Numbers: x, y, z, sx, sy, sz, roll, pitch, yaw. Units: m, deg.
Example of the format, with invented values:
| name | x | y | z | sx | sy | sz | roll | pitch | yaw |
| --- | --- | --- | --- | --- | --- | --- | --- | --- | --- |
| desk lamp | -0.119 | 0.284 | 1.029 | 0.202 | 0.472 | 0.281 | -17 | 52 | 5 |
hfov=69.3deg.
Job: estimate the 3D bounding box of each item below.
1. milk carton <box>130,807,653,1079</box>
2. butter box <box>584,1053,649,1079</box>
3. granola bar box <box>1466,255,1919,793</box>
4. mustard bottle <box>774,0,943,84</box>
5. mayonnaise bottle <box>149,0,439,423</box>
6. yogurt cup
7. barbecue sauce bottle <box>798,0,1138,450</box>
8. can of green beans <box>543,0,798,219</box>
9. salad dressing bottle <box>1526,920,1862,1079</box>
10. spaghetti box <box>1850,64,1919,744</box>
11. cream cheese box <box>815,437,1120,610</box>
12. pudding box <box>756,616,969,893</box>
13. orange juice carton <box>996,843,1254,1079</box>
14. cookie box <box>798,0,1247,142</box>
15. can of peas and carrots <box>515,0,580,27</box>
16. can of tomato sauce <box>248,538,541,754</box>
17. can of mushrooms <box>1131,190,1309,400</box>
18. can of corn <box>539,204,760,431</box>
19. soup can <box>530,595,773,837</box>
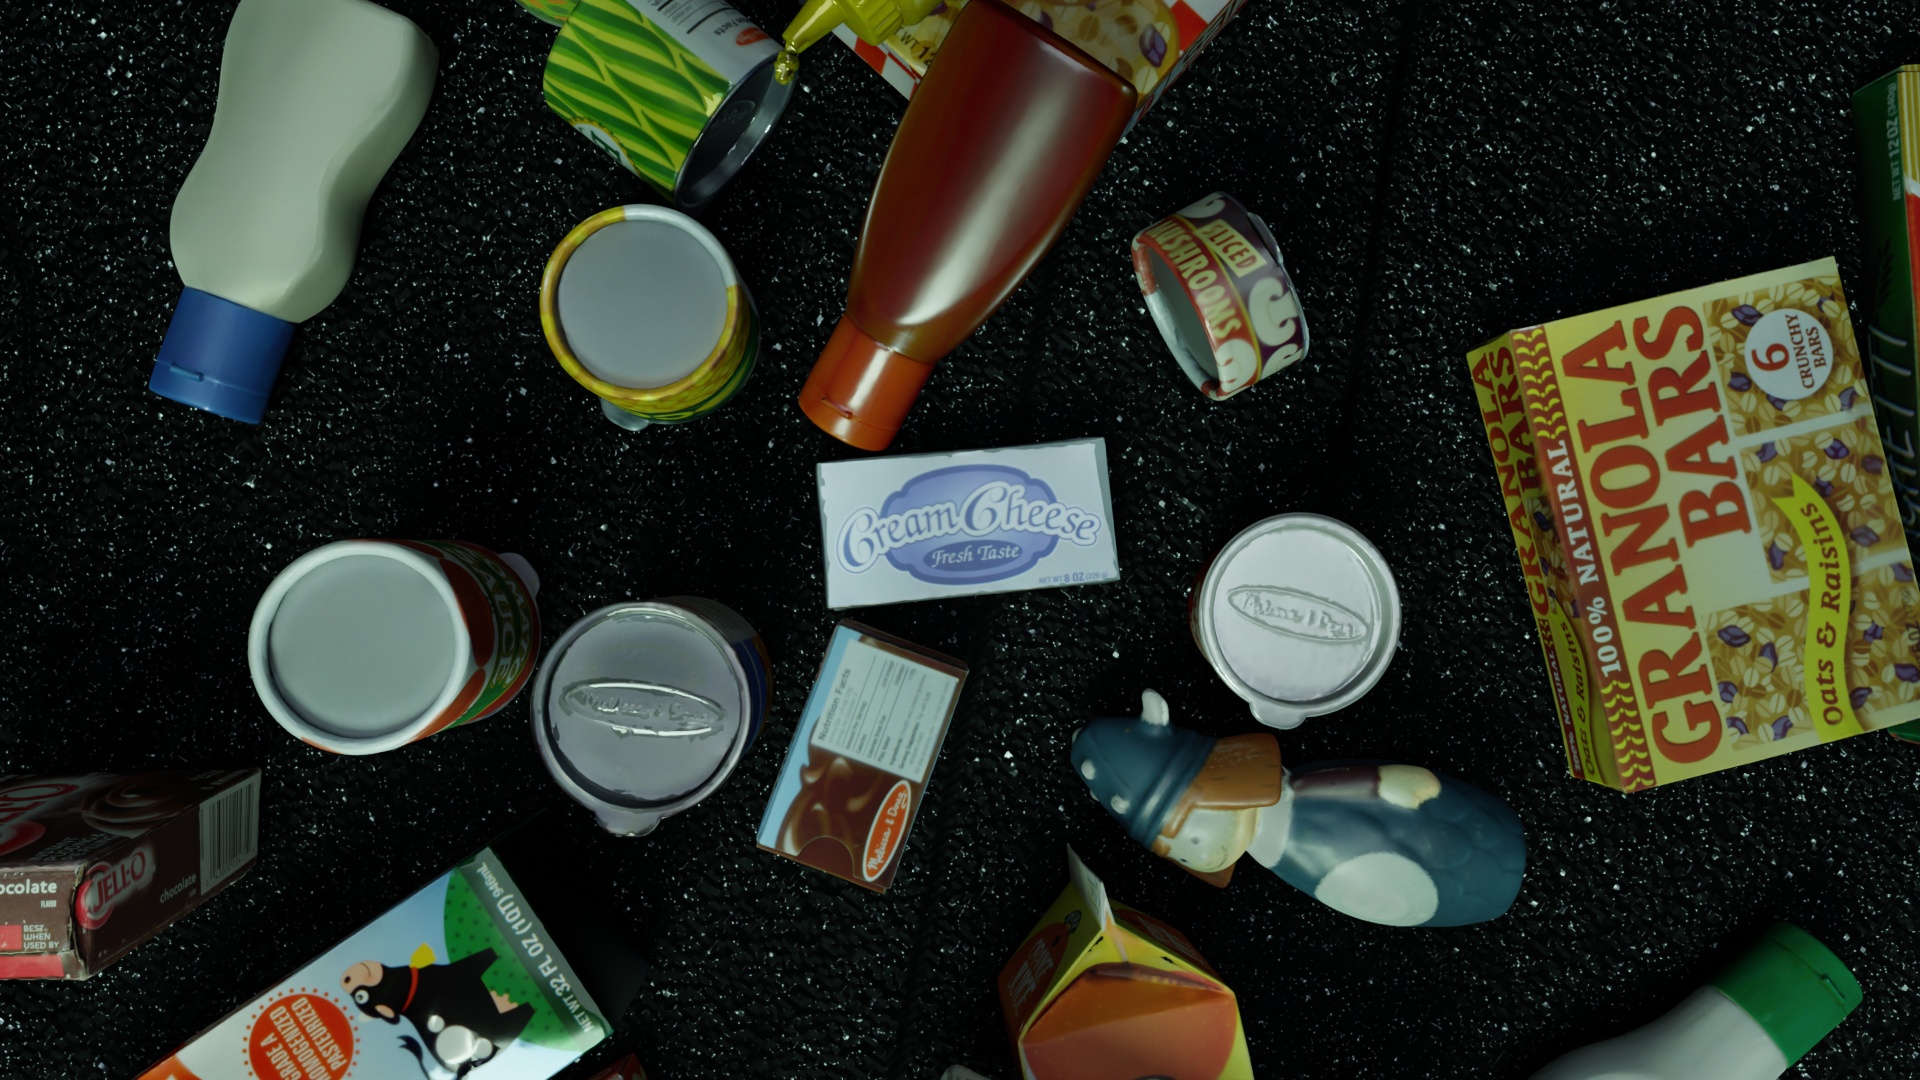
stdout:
| name | x | y | z | sx | sy | sz | roll | pitch | yaw |
| --- | --- | --- | --- | --- | --- | --- | --- | --- | --- |
| milk carton | -0.204 | 0.174 | 0.453 | 0.191 | 0.073 | 0.072 | -33 | 91 | -3 |
| butter box | -0.112 | 0.237 | 0.480 | 0.053 | 0.024 | 0.103 | -31 | 90 | -3 |
| granola bar box | 0.266 | -0.006 | 0.501 | 0.124 | 0.039 | 0.165 | -14 | 89 | -4 |
| mustard bottle | -0.006 | -0.208 | 0.442 | 0.160 | 0.065 | 0.049 | -45 | 95 | 2 |
| mayonnaise bottle | -0.234 | -0.115 | 0.478 | 0.065 | 0.041 | 0.148 | 20 | 88 | -1 |
| yogurt cup | 0.111 | 0.025 | 0.484 | 0.072 | 0.054 | 0.072 | 0 | 88 | -3 |
| barbecue sauce bottle | -0.005 | -0.100 | 0.463 | 0.065 | 0.044 | 0.148 | 34 | 110 | 6 |
| can of green beans | -0.098 | -0.156 | 0.473 | 0.058 | 0.071 | 0.071 | 38 | 87 | -1 |
| salad dressing bottle | 0.250 | 0.196 | 0.492 | 0.148 | 0.044 | 0.064 | -38 | 89 | -5 |
| spaghetti box | 0.367 | -0.049 | 0.512 | 0.050 | 0.028 | 0.250 | -2 | 88 | -3 |
| cream cheese box | 0.002 | -0.006 | 0.494 | 0.104 | 0.024 | 0.053 | -6 | 87 | -3 |
| pudding box | -0.034 | 0.074 | 0.487 | 0.050 | 0.030 | 0.083 | 20 | 87 | -3 |
| orange juice carton | 0.061 | 0.202 | 0.467 | 0.073 | 0.072 | 0.192 | -12 | 89 | -4 |
| cookie box | 0.042 | -0.219 | 0.495 | 0.123 | 0.040 | 0.167 | 42 | 87 | -1 |
| can of peas and carrots | -0.134 | -0.217 | 0.477 | 0.071 | 0.058 | 0.071 | 0 | 89 | -3 |
| can of tomato sauce | -0.179 | 0.031 | 0.454 | 0.071 | 0.083 | 0.071 | 0 | 89 | -3 |
| can of mushrooms | 0.088 | -0.085 | 0.478 | 0.033 | 0.071 | 0.071 | -27 | 90 | -2 |
| can of corn | -0.105 | -0.073 | 0.473 | 0.071 | 0.058 | 0.071 | 0 | 88 | -3 |
| soup can | -0.098 | 0.054 | 0.457 | 0.071 | 0.084 | 0.071 | 0 | 89 | -3 |
